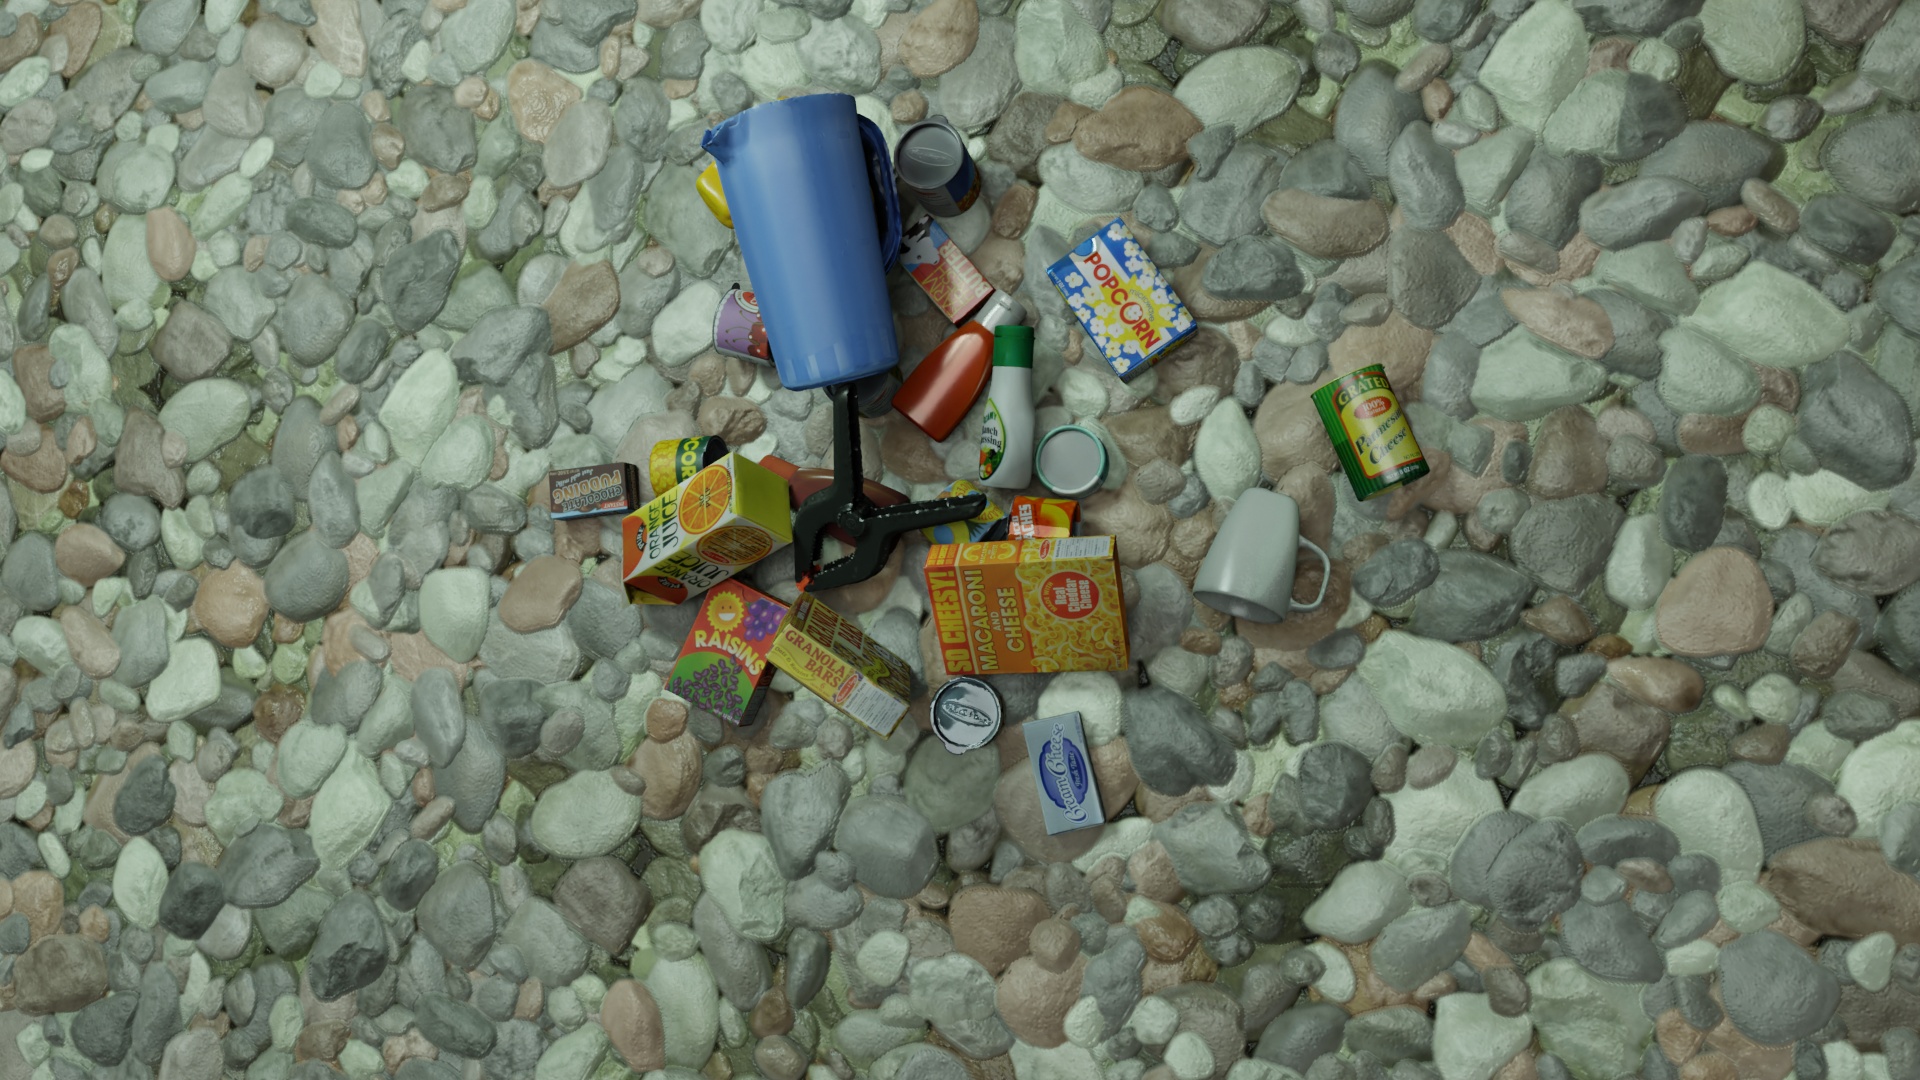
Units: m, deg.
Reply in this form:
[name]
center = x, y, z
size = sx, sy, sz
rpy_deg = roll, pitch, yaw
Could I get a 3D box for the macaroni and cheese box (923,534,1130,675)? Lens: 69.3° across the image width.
[macaroni and cheese box]
center = 0.061, 0.059, 1.235
size = 0.166, 0.040, 0.123
rpy_deg = -3, 122, 13

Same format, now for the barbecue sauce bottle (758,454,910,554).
[barbecue sauce bottle]
center = -0.125, -0.039, 1.315
size = 0.149, 0.044, 0.064
rpy_deg = 22, 104, 15

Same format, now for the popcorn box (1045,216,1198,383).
[popcorn box]
center = 0.149, -0.219, 1.276
size = 0.085, 0.038, 0.127
rpy_deg = -35, 79, 8

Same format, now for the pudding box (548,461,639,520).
[pudding box]
center = -0.363, -0.048, 1.376
size = 0.084, 0.030, 0.049
rpy_deg = -6, 84, 12

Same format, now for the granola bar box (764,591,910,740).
[granola bar box]
center = -0.104, 0.107, 1.218
size = 0.124, 0.166, 0.039
rpy_deg = 36, 94, -6

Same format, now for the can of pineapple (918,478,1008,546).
[can of pineapple]
center = 0.005, -0.016, 1.272
size = 0.058, 0.071, 0.071
rpy_deg = 42, 94, 13

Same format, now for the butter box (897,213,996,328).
[butter box]
center = -0.016, -0.256, 1.324
size = 0.053, 0.024, 0.103
rpy_deg = -41, 77, 6

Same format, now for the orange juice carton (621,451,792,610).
[orange juice carton]
center = -0.253, -0.001, 1.299
size = 0.192, 0.073, 0.072
rpy_deg = -28, 54, 27

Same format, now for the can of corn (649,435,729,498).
[can of corn]
center = -0.260, -0.067, 1.334
size = 0.058, 0.071, 0.071
rpy_deg = -4, 84, 13

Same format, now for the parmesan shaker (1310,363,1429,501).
[parmesan shaker]
center = 0.358, -0.094, 1.204
size = 0.071, 0.071, 0.103
rpy_deg = -24, 80, 9

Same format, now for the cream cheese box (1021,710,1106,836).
[cream cheese box]
center = 0.094, 0.209, 1.251
size = 0.053, 0.024, 0.104
rpy_deg = -15, 81, 11

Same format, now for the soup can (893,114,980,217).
[soup can]
center = -0.019, -0.350, 1.303
size = 0.071, 0.084, 0.071
rpy_deg = -1, 84, 12

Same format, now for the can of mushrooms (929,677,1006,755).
[can of mushrooms]
center = 0.006, 0.160, 1.271
size = 0.071, 0.033, 0.071
rpy_deg = -1, 84, 12

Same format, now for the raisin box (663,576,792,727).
[raisin box]
center = -0.216, 0.104, 1.323
size = 0.086, 0.040, 0.123
rpy_deg = 25, 89, 15

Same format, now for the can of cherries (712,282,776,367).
[can of cherries]
center = -0.198, -0.207, 1.336
size = 0.058, 0.071, 0.071
rpy_deg = 16, 88, 13

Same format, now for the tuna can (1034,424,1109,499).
[tuna can]
center = 0.102, -0.075, 1.274
size = 0.071, 0.033, 0.071
rpy_deg = -1, 85, 12

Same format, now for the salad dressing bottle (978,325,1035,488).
[salad dressing bottle]
center = 0.045, -0.122, 1.270
size = 0.044, 0.064, 0.147
rpy_deg = 2, 95, -23

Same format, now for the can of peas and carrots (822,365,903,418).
[can of peas and carrots]
center = -0.094, -0.154, 1.313
size = 0.071, 0.058, 0.071
rpy_deg = -1, 84, 13

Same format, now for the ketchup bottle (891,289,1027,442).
[ketchup bottle]
center = 0.003, -0.166, 1.300
size = 0.065, 0.043, 0.148
rpy_deg = 39, 93, 4

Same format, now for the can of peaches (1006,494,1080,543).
[can of peaches]
center = 0.075, -0.006, 1.254
size = 0.058, 0.071, 0.071
rpy_deg = 6, 86, 12
